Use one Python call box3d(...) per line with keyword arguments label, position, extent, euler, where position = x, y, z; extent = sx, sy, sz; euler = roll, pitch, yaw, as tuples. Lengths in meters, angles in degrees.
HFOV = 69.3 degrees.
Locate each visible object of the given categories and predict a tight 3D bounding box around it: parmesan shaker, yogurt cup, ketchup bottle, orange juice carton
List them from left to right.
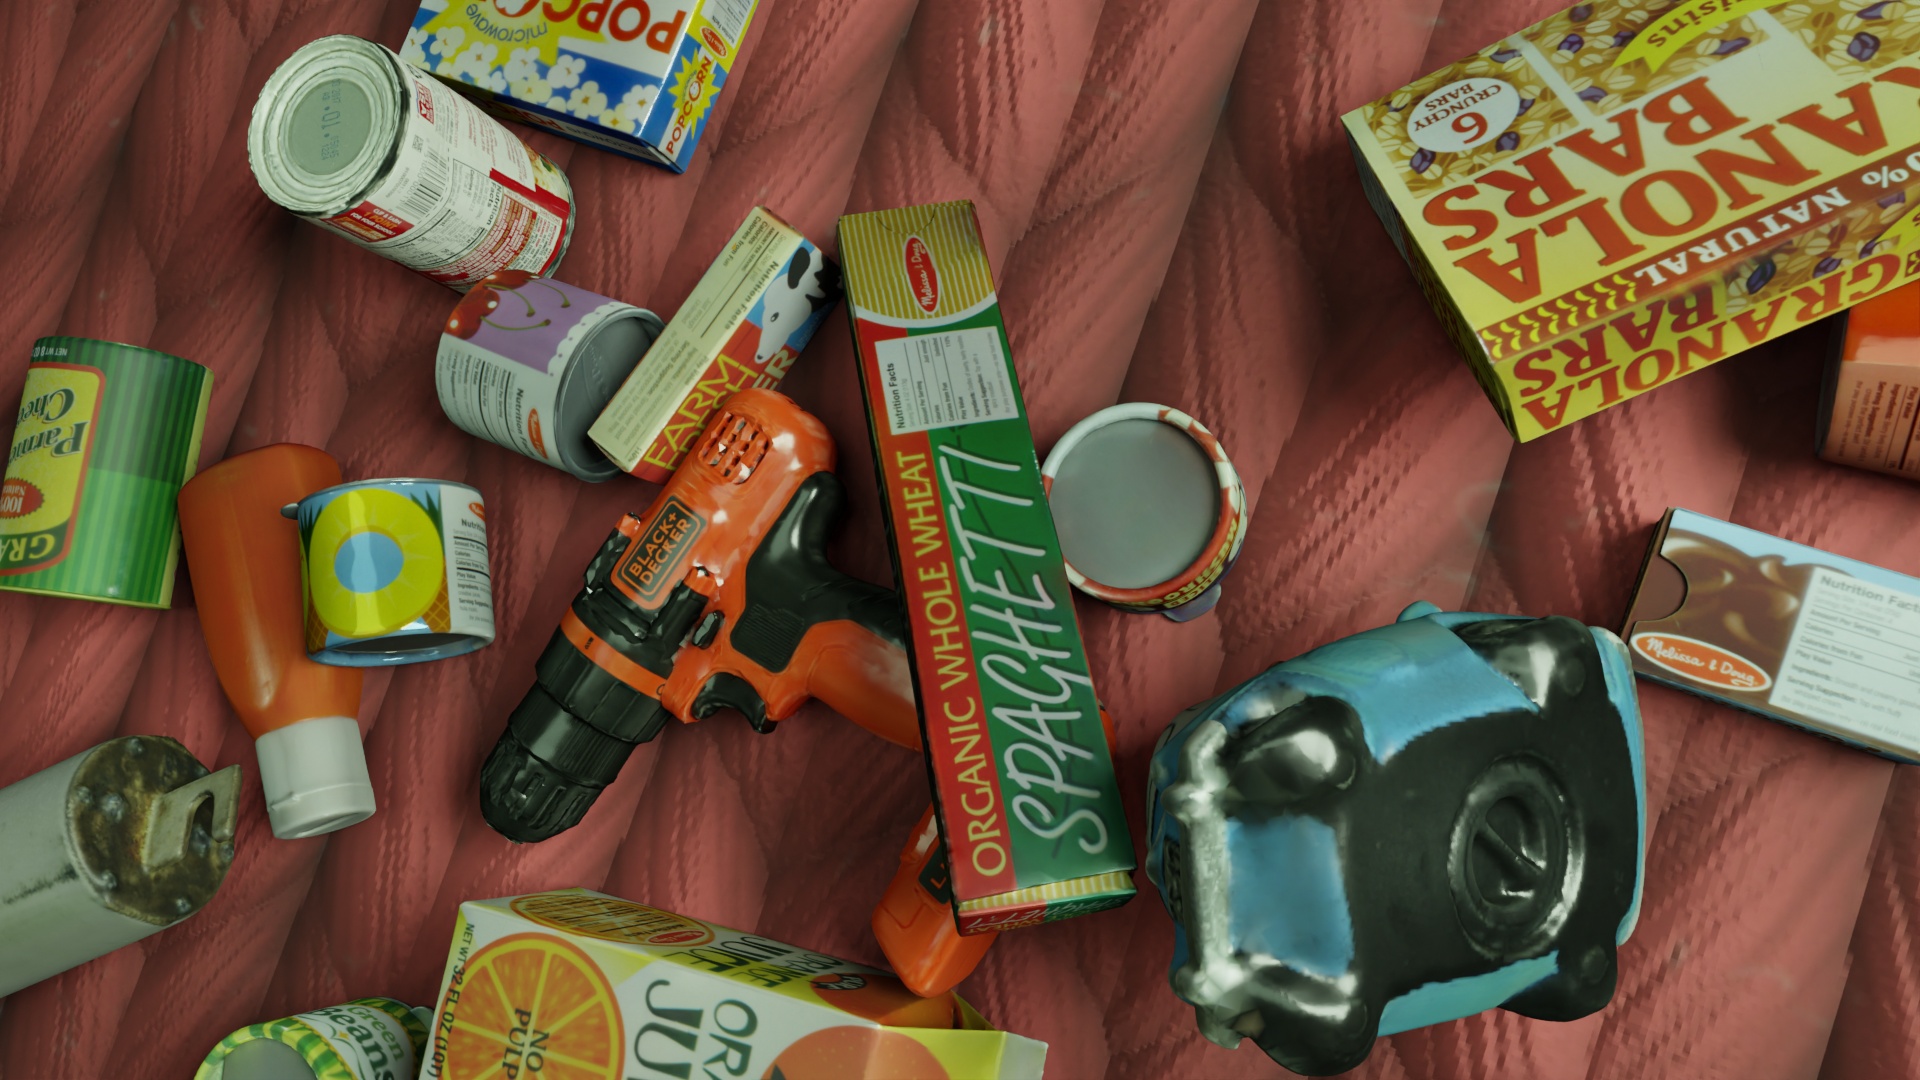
box3d(label="parmesan shaker", position=(-0.356, -0.027, 0.574), extent=(0.071, 0.071, 0.103), euler=(3, 82, 18))
box3d(label="ketchup bottle", position=(-0.263, 0.040, 0.544), extent=(0.064, 0.043, 0.149), euler=(-22, 75, 14))
box3d(label="orange juice carton", position=(-0.069, 0.170, 0.443), extent=(0.193, 0.073, 0.072), euler=(9, 84, 19))
box3d(label="yogurt cup", position=(0.268, -0.046, 0.377), extent=(0.054, 0.072, 0.072), euler=(9, 84, 27))

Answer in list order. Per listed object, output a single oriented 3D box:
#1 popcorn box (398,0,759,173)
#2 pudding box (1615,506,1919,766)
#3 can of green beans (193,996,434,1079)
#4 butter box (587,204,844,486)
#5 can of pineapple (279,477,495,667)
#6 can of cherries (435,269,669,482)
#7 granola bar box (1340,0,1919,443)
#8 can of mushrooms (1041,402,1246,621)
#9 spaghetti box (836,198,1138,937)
box3d(label="popcorn box", position=(-0.151, -0.205, 0.552), extent=(0.127, 0.038, 0.085), euler=(22, 88, 20))
box3d(label="pudding box", position=(0.234, 0.026, 0.393), extent=(0.084, 0.030, 0.049), euler=(19, 88, 20))
box3d(label="can of green beans", position=(-0.230, 0.202, 0.498), extent=(0.071, 0.058, 0.071), euler=(-3, 80, 17))
box3d(label="butter box", position=(-0.085, -0.066, 0.500), extent=(0.024, 0.053, 0.103), euler=(39, 94, 17))
box3d(label="can of pineapple", position=(-0.212, 0.013, 0.519), extent=(0.071, 0.071, 0.058), euler=(-13, 78, 16))
box3d(label="can of cherries", position=(-0.147, -0.063, 0.515), extent=(0.058, 0.071, 0.071), euler=(20, 88, 21))
box3d(label="granola bar box", position=(0.210, -0.111, 0.393), extent=(0.165, 0.039, 0.125), euler=(-23, 46, 13))
box3d(label="can of mushrooms", position=(0.060, -0.008, 0.453), extent=(0.071, 0.033, 0.071), euler=(-3, 79, 17))
box3d(label="spaghetti box", position=(0.002, -0.005, 0.427), extent=(0.050, 0.028, 0.251), euler=(-9, 58, -5))
